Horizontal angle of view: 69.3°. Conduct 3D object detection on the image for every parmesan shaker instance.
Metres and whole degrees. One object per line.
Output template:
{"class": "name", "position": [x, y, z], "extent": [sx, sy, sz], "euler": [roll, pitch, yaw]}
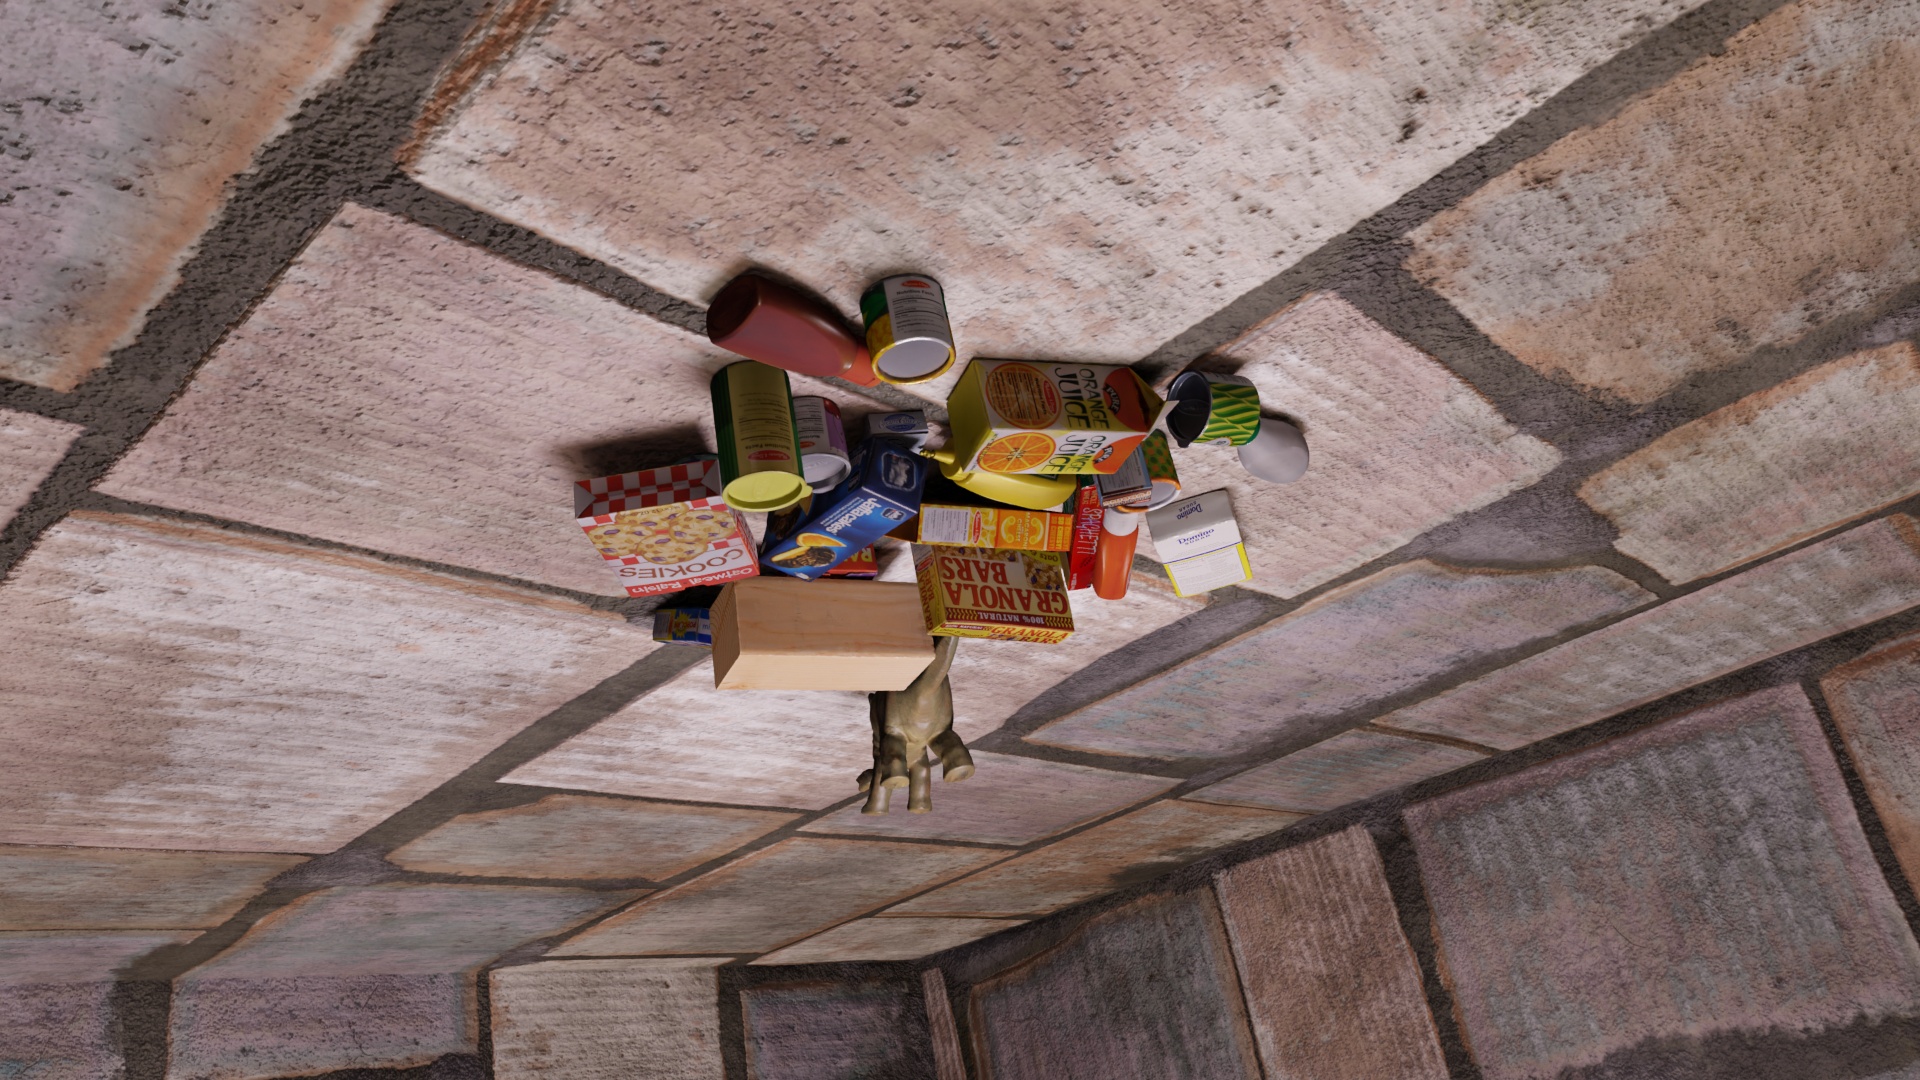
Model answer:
{"class": "parmesan shaker", "position": [-0.160, -0.083, 1.112], "extent": [0.071, 0.103, 0.071], "euler": [-9, 154, -4]}

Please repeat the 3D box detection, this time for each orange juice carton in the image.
{"class": "orange juice carton", "position": [0.093, -0.106, 1.211], "extent": [0.193, 0.073, 0.071], "euler": [-1, 152, -23]}

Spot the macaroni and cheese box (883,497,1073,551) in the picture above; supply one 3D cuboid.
{"class": "macaroni and cheese box", "position": [0.005, -0.017, 1.330], "extent": [0.167, 0.040, 0.123], "euler": [4, -176, -29]}

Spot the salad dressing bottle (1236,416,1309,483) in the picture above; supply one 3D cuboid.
{"class": "salad dressing bottle", "position": [0.290, -0.098, 1.352], "extent": [0.064, 0.044, 0.147], "euler": [-24, 151, 28]}

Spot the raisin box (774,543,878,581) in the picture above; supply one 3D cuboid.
{"class": "raisin box", "position": [-0.148, 0.044, 1.459], "extent": [0.086, 0.040, 0.122], "euler": [2, 151, -25]}

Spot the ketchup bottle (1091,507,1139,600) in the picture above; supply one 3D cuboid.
{"class": "ketchup bottle", "position": [0.166, 0.001, 1.486], "extent": [0.043, 0.065, 0.148], "euler": [2, 146, 1]}

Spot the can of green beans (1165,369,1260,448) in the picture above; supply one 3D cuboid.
{"class": "can of green beans", "position": [0.227, -0.119, 1.252], "extent": [0.058, 0.071, 0.071], "euler": [3, 151, -29]}

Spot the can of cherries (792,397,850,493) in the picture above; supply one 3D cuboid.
{"class": "can of cherries", "position": [-0.131, -0.080, 1.185], "extent": [0.071, 0.058, 0.071], "euler": [-11, 155, -5]}

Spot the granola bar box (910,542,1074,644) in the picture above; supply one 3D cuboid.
{"class": "granola bar box", "position": [0.033, 0.039, 1.429], "extent": [0.166, 0.124, 0.039], "euler": [7, 150, -35]}

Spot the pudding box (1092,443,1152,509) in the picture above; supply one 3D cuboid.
{"class": "pudding box", "position": [0.145, -0.075, 1.288], "extent": [0.050, 0.084, 0.030], "euler": [-12, 157, -1]}

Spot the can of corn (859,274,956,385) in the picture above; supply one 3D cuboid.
{"class": "can of corn", "position": [-0.040, -0.158, 1.060], "extent": [0.071, 0.058, 0.071], "euler": [-9, 154, -4]}

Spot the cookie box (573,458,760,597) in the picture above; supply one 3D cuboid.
{"class": "cookie box", "position": [-0.254, -0.007, 1.223], "extent": [0.123, 0.040, 0.166], "euler": [-10, 155, -1]}

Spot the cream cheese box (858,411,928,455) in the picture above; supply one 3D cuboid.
{"class": "cream cheese box", "position": [-0.065, -0.079, 1.255], "extent": [0.053, 0.024, 0.103], "euler": [-4, 154, -16]}

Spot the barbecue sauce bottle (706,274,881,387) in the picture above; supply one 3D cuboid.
{"class": "barbecue sauce bottle", "position": [-0.117, -0.153, 1.056], "extent": [0.064, 0.044, 0.148], "euler": [-30, 150, 33]}

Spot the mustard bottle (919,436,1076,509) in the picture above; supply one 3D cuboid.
{"class": "mustard bottle", "position": [0.032, -0.068, 1.270], "extent": [0.160, 0.065, 0.048], "euler": [7, 142, -36]}

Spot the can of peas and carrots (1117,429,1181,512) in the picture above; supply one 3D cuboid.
{"class": "can of peas and carrots", "position": [0.173, -0.067, 1.345], "extent": [0.071, 0.059, 0.070], "euler": [-10, 154, -5]}

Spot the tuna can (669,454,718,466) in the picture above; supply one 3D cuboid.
{"class": "tuna can", "position": [-0.228, -0.048, 1.238], "extent": [0.071, 0.033, 0.070], "euler": [-10, 155, -5]}

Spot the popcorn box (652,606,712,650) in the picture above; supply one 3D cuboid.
{"class": "popcorn box", "position": [-0.255, 0.099, 1.495], "extent": [0.085, 0.038, 0.127], "euler": [-5, 166, 45]}

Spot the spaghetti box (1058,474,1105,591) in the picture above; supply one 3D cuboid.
{"class": "spaghetti box", "position": [0.125, -0.020, 1.432], "extent": [0.029, 0.050, 0.249], "euler": [-11, 155, -4]}
